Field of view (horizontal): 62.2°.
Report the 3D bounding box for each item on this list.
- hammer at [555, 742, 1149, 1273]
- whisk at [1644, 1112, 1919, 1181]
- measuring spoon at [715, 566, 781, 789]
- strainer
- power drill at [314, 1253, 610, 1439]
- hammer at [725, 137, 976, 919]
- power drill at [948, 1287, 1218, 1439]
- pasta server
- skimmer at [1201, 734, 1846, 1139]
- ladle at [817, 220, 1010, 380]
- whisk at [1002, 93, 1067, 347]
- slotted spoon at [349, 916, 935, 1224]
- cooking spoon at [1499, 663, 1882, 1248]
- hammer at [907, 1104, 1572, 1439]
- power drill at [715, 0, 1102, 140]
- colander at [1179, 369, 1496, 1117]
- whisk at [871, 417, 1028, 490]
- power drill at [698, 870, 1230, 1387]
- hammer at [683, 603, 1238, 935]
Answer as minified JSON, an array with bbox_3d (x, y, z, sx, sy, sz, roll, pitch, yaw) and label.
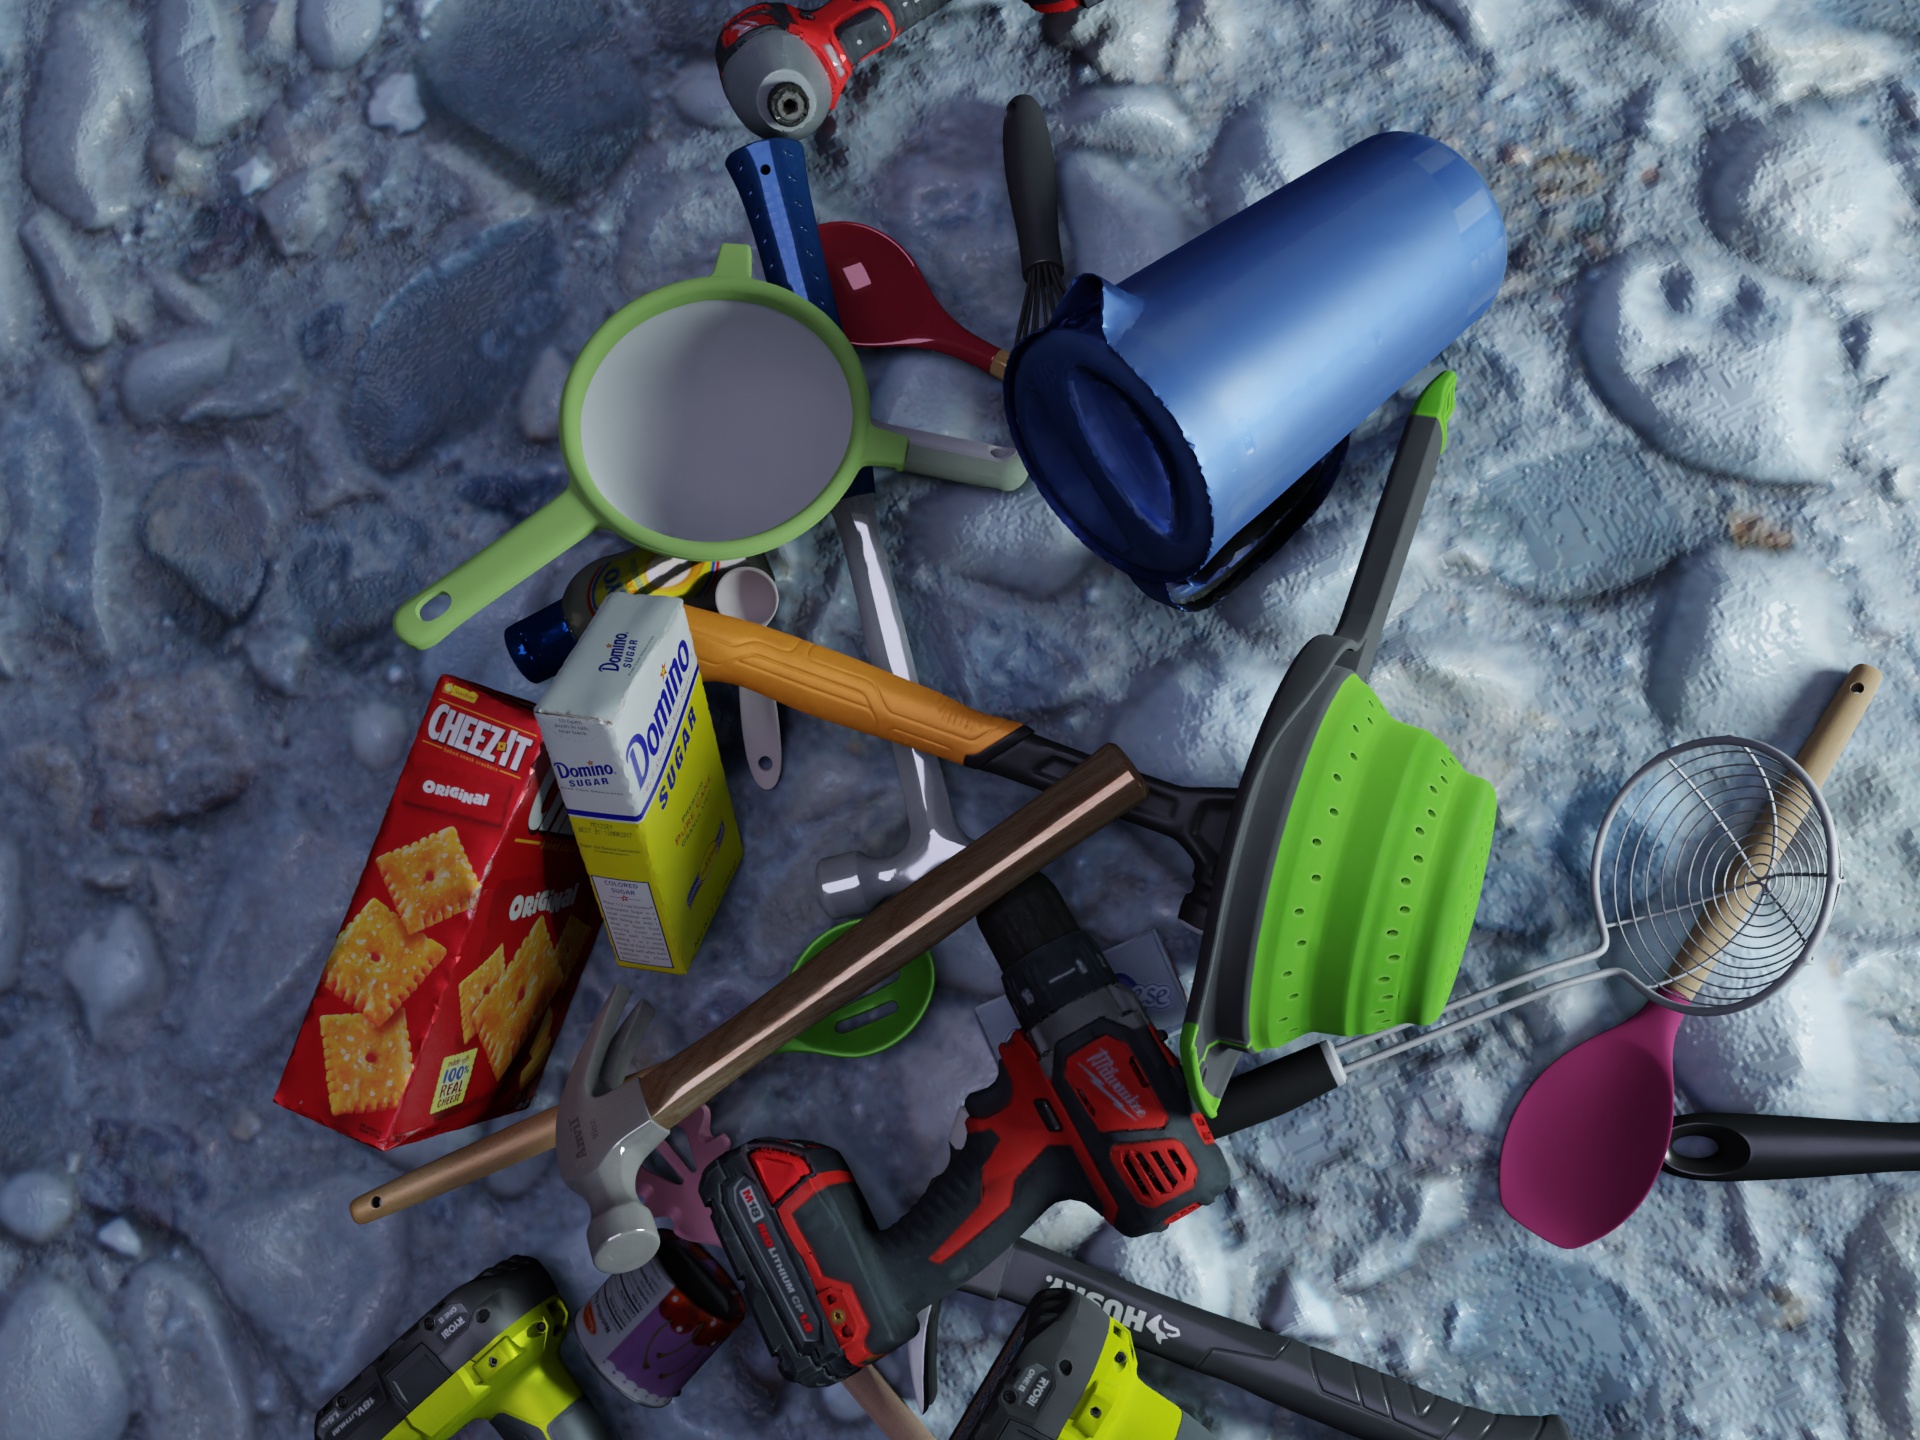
[{"bbox_3d":[-0.054,0.116,0.758,0.331,0.031,0.130,-36,44,2],"label":"hammer"},{"bbox_3d":[0.468,0.191,0.717,0.296,0.073,0.073,-5,80,17],"label":"whisk"},{"bbox_3d":[-0.110,-0.023,0.864,0.034,0.018,0.124,-2,105,8],"label":"measuring spoon"},{"bbox_3d":[-0.160,-0.108,0.784,0.256,0.069,0.151,-37,76,-8],"label":"strainer"},{"bbox_3d":[-0.216,0.410,0.802,0.190,0.080,0.228,-42,79,2],"label":"power drill"},{"bbox_3d":[-0.049,-0.108,0.840,0.144,0.035,0.405,-14,88,8],"label":"hammer"},{"bbox_3d":[0.099,0.377,0.715,0.223,0.080,0.171,30,92,7],"label":"power drill"},{"bbox_3d":[-0.072,0.310,0.809,0.060,0.040,0.316,-41,77,-17],"label":"pasta server"},{"bbox_3d":[0.225,0.125,0.749,0.363,0.090,0.127,-25,46,10],"label":"skimmer"},{"bbox_3d":[0.042,-0.187,0.870,0.315,0.031,0.069,29,82,12],"label":"ladle"},{"bbox_3d":[0.045,-0.243,0.853,0.055,0.055,0.239,-9,67,9],"label":"whisk"},{"bbox_3d":[-0.159,0.185,0.814,0.314,0.031,0.070,-23,74,-9],"label":"slotted spoon"},{"bbox_3d":[0.358,0.110,0.766,0.069,0.017,0.319,30,87,35],"label":"cooking spoon"},{"bbox_3d":[0.132,0.312,0.771,0.335,0.035,0.146,17,84,13],"label":"hammer"},{"bbox_3d":[-0.030,-0.387,0.860,0.219,0.078,0.143,-27,34,6],"label":"power drill"},{"bbox_3d":[0.210,0.001,0.737,0.094,0.204,0.397,14,66,22],"label":"colander"},{"bbox_3d":[-0.082,-0.162,0.880,0.246,0.058,0.059,13,126,8],"label":"whisk"},{"bbox_3d":[-0.008,0.190,0.764,0.226,0.080,0.188,-31,71,4],"label":"power drill"},{"bbox_3d":[-0.001,-0.003,0.798,0.337,0.034,0.127,19,94,7],"label":"hammer"}]
